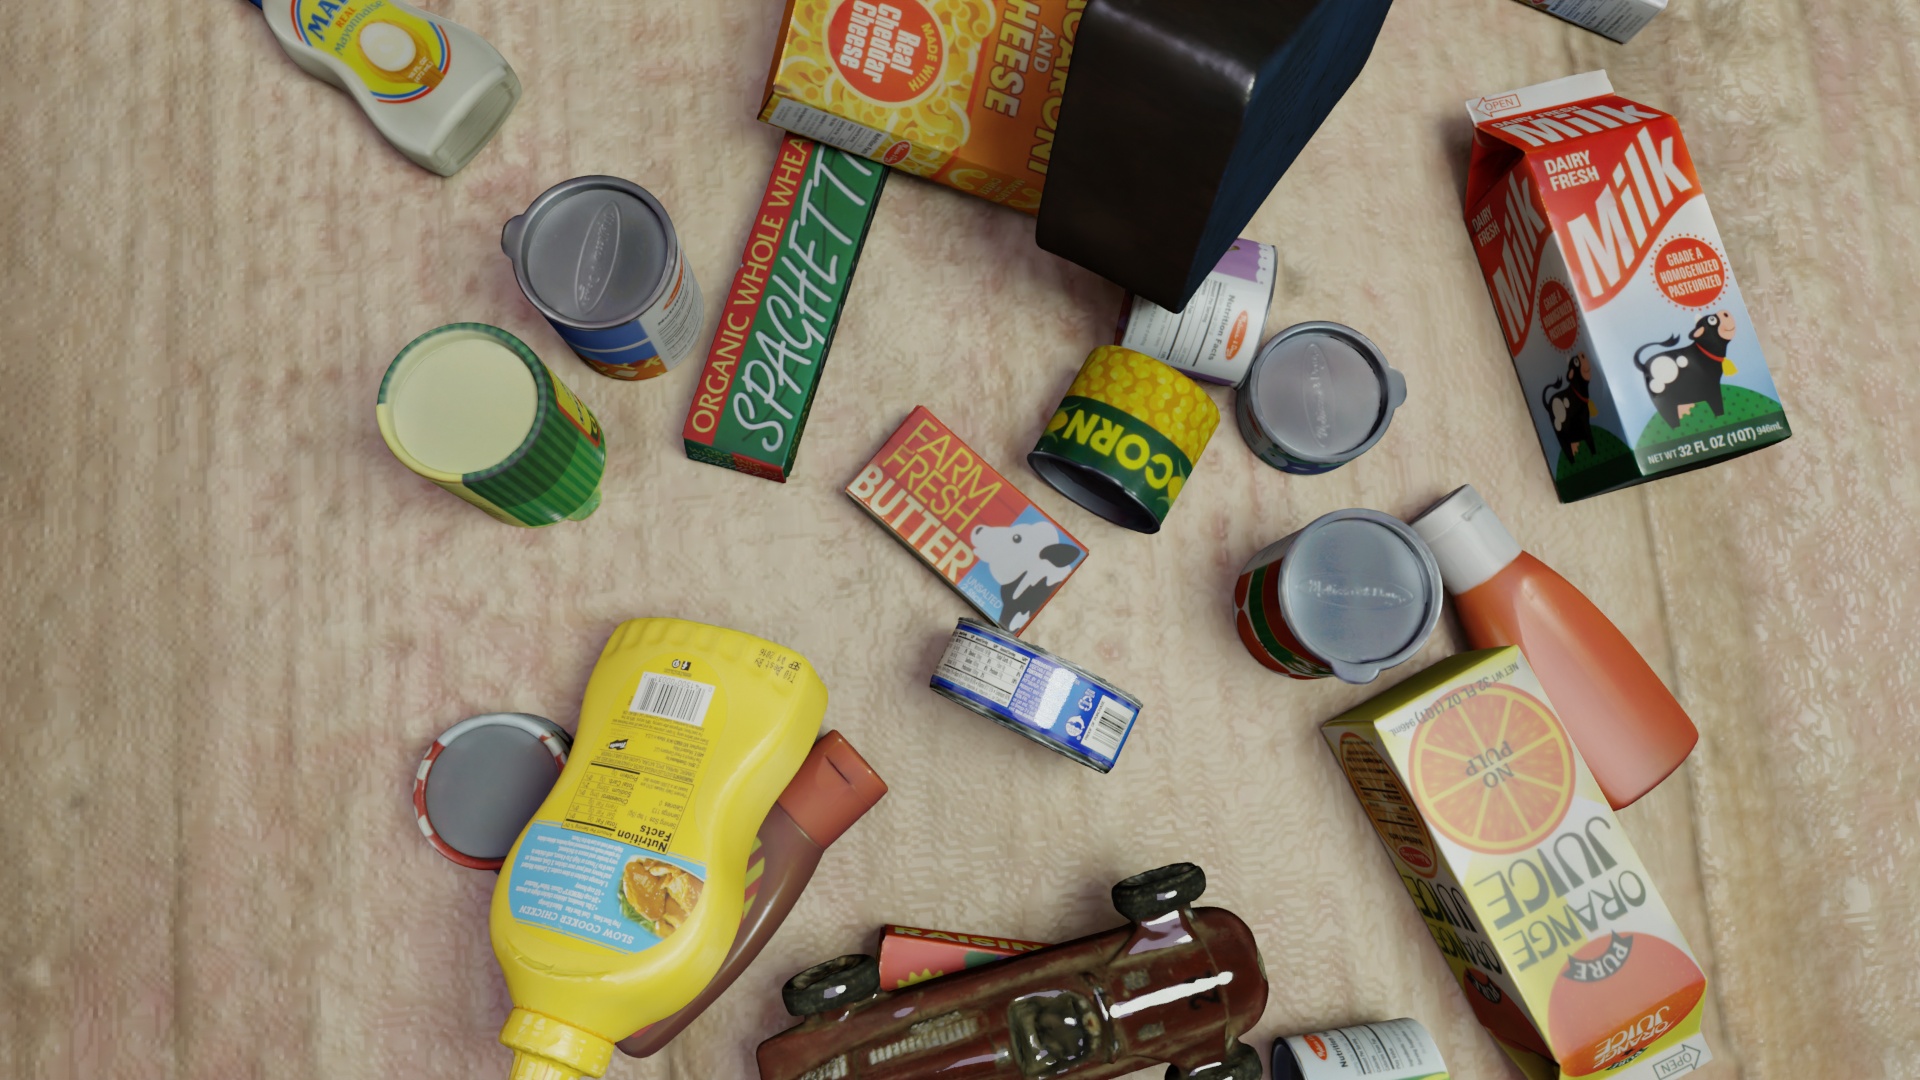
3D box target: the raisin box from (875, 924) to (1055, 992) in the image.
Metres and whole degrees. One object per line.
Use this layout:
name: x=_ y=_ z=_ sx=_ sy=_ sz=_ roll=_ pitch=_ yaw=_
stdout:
raisin box: x=0.000 y=0.229 z=0.578 sx=0.086 sy=0.040 sz=0.123 roll=8 pitch=82 yaw=-2

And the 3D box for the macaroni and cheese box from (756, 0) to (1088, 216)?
macaroni and cheese box: x=0.005 y=-0.224 z=0.626 sx=0.166 sy=0.040 sz=0.124 roll=15 pitch=82 yaw=-18

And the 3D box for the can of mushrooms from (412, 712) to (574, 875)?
can of mushrooms: x=-0.195 y=0.108 z=0.591 sx=0.071 sy=0.033 sz=0.071 roll=1 pitch=81 yaw=-3

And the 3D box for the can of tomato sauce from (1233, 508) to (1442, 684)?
can of tomato sauce: x=0.158 y=0.027 z=0.594 sx=0.071 sy=0.083 sz=0.071 roll=0 pitch=82 yaw=-2

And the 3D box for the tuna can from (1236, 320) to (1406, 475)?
tuna can: x=0.164 y=-0.064 z=0.634 sx=0.071 sy=0.033 sz=0.071 roll=0 pitch=81 yaw=-2

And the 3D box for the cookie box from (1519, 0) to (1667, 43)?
cookie box: x=0.274 y=-0.334 z=0.679 sx=0.167 sy=0.040 sz=0.123 roll=22 pitch=81 yaw=0

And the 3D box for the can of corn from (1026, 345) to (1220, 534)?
can of corn: x=0.072 y=-0.045 z=0.608 sx=0.071 sy=0.071 sz=0.058 roll=30 pitch=81 yaw=2

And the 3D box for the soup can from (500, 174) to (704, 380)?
soup can: x=-0.152 y=-0.112 z=0.602 sx=0.071 sy=0.083 sz=0.071 roll=0 pitch=81 yaw=-2

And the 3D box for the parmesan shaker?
parmesan shaker: x=-0.189 y=-0.044 z=0.579 sx=0.071 sy=0.103 sz=0.071 roll=0 pitch=81 yaw=-3

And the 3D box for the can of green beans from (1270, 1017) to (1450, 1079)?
can of green beans: x=0.166 y=0.234 z=0.571 sx=0.058 sy=0.071 sz=0.071 roll=-8 pitch=82 yaw=-4

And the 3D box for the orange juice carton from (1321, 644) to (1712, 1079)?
orange juice carton: x=0.238 y=0.146 z=0.585 sx=0.072 sy=0.073 sz=0.193 roll=-27 pitch=84 yaw=-6

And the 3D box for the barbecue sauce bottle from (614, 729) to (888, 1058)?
barbecue sauce bottle: x=-0.096 y=0.143 z=0.584 sx=0.149 sy=0.043 sz=0.065 roll=-42 pitch=74 yaw=-8

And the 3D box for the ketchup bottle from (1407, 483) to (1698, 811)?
ketchup bottle: x=0.256 y=0.044 z=0.615 sx=0.065 sy=0.043 sz=0.149 roll=-33 pitch=83 yaw=-21

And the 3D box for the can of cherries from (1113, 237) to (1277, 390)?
can of cherries: x=0.104 y=-0.107 z=0.624 sx=0.058 sy=0.071 sz=0.071 roll=13 pitch=81 yaw=0

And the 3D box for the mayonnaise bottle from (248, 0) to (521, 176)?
mayonnaise bottle: x=-0.278 y=-0.233 z=0.636 sx=0.148 sy=0.041 sz=0.065 roll=37 pitch=83 yaw=3

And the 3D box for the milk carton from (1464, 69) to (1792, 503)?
milk carton: x=0.290 y=-0.120 z=0.629 sx=0.072 sy=0.073 sz=0.190 roll=-14 pitch=82 yaw=-4

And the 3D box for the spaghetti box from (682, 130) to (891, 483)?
spaghetti box: x=-0.066 y=-0.150 z=0.639 sx=0.050 sy=0.028 sz=0.250 roll=17 pitch=81 yaw=0

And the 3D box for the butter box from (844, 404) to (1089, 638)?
butter box: x=0.002 y=-0.008 z=0.622 sx=0.103 sy=0.024 sz=0.053 roll=42 pitch=82 yaw=4
